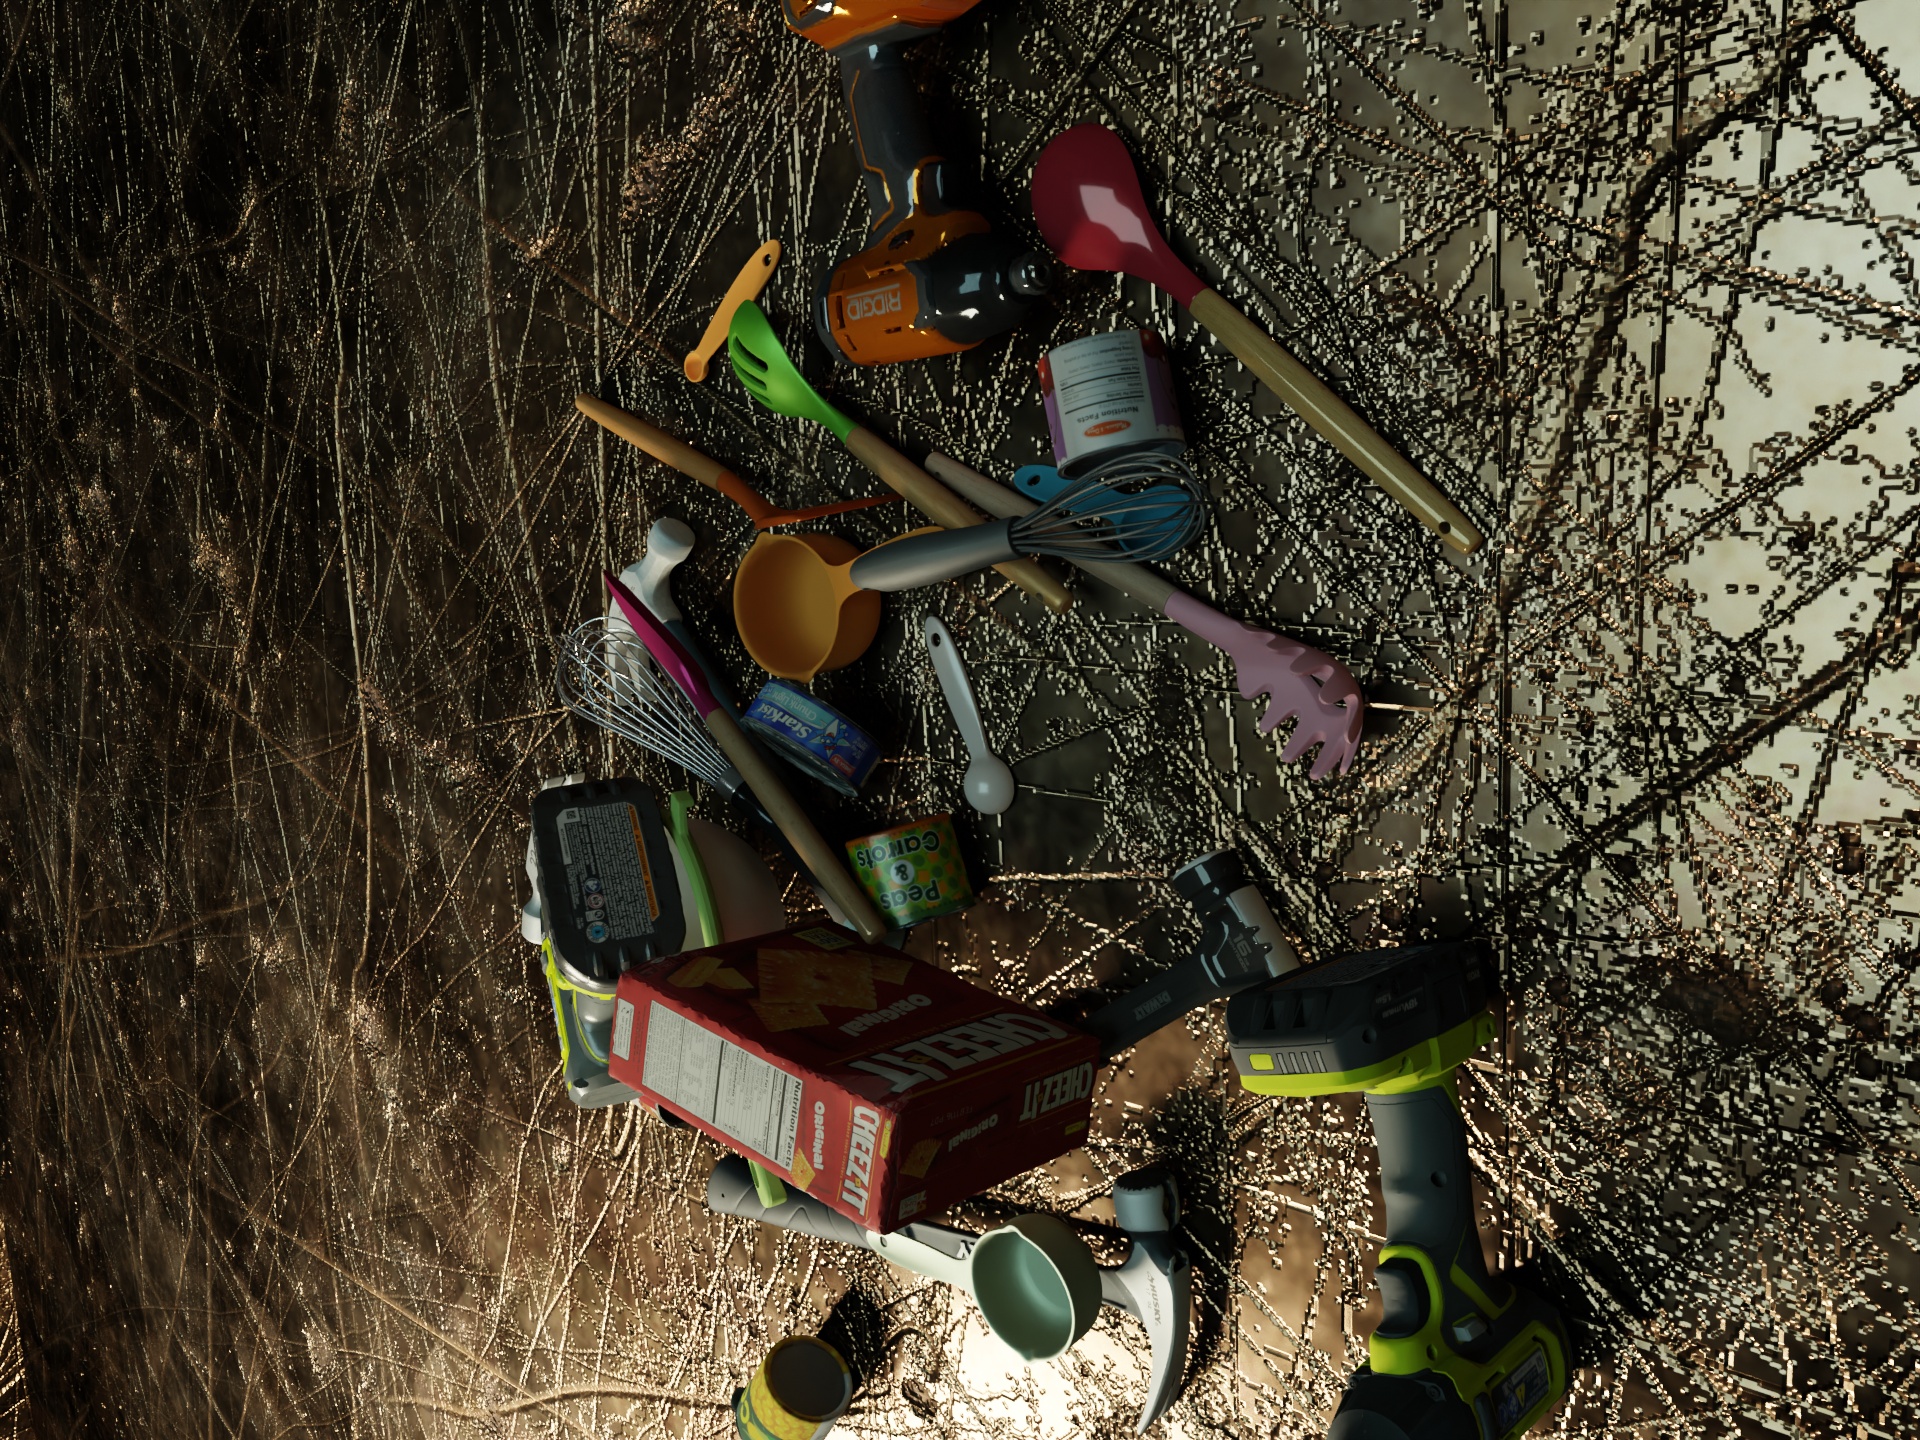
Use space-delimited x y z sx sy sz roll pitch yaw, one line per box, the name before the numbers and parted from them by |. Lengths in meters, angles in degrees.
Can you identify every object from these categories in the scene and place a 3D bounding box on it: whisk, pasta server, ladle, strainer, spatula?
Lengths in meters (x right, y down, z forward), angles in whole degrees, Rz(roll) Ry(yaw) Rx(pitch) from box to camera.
whisk | -0.166 0.023 1.019 0.285 0.070 0.070 38 122 25
pasta server | 0.085 -0.070 0.828 0.316 0.040 0.060 36 149 34
ladle | 0.133 -0.187 0.770 0.316 0.031 0.069 49 131 22
whisk | 0.028 -0.094 0.823 0.239 0.055 0.055 -8 93 41
strainer | -0.133 0.171 1.002 0.256 0.069 0.151 70 155 15
spatula | -0.164 -0.170 1.027 0.323 0.081 0.041 32 127 40

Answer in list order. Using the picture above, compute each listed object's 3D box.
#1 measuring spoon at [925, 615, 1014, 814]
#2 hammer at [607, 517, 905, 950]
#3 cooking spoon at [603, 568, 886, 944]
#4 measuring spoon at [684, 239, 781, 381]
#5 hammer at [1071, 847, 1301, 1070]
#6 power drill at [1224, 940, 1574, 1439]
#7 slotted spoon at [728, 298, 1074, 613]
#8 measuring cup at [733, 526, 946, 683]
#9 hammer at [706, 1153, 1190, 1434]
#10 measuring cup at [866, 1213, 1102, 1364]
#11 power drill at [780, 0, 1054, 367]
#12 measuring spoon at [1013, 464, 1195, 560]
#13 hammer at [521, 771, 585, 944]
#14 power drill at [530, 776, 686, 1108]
measuring spoon | -0.001 -0.003 0.933 0.034 0.018 0.124 -27 80 42
hammer | -0.138 0.025 1.052 0.331 0.033 0.128 53 127 21
cooking spoon | -0.138 0.015 0.978 0.017 0.068 0.319 -41 63 2
measuring spoon | -0.144 -0.261 1.019 0.117 0.011 0.021 -46 67 34
hammer | 0.054 0.203 0.894 0.337 0.034 0.127 -38 72 35
power drill | 0.193 0.220 0.701 0.080 0.171 0.223 -15 85 43
slotted spoon | -0.045 -0.153 0.921 0.314 0.031 0.070 42 153 29
measuring cup | -0.059 -0.083 0.950 0.173 0.052 0.095 -20 86 37
hammer | -0.025 0.332 1.012 0.409 0.036 0.149 -3 97 43
measuring cup | 0.013 0.314 0.924 0.168 0.038 0.083 1 102 45
power drill | -0.019 -0.308 0.837 0.164 0.084 0.226 7 106 50
measuring spoon | 0.076 -0.112 0.844 0.129 0.021 0.042 28 82 44
hammer | -0.182 0.163 1.118 0.406 0.035 0.144 24 114 37
power drill | -0.239 0.130 1.040 0.228 0.080 0.191 116 141 -57
